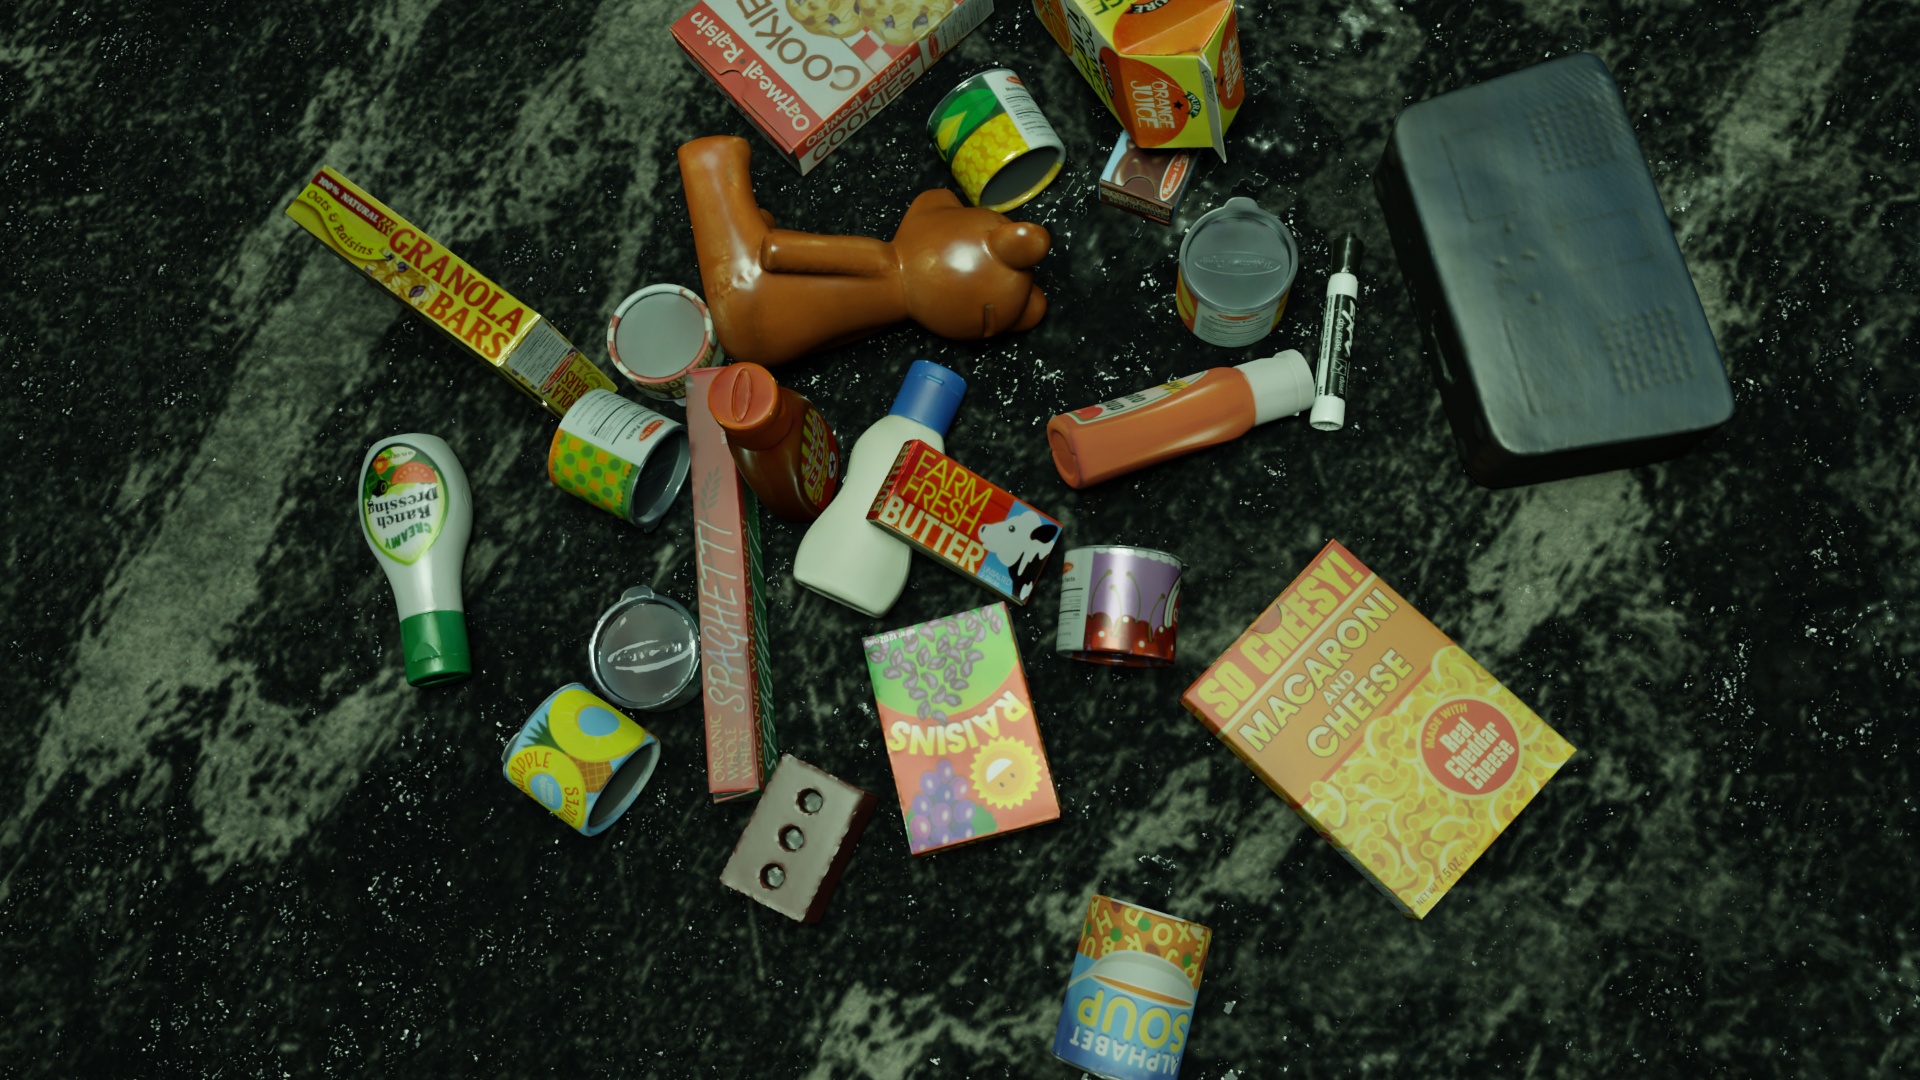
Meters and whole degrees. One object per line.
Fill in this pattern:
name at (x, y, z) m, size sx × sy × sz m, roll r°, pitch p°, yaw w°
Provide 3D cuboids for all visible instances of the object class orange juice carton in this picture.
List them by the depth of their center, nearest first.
orange juice carton at (0.106, -0.301, 0.812) m, size 0.073 × 0.071 × 0.193 m, roll -27°, pitch 55°, yaw 0°

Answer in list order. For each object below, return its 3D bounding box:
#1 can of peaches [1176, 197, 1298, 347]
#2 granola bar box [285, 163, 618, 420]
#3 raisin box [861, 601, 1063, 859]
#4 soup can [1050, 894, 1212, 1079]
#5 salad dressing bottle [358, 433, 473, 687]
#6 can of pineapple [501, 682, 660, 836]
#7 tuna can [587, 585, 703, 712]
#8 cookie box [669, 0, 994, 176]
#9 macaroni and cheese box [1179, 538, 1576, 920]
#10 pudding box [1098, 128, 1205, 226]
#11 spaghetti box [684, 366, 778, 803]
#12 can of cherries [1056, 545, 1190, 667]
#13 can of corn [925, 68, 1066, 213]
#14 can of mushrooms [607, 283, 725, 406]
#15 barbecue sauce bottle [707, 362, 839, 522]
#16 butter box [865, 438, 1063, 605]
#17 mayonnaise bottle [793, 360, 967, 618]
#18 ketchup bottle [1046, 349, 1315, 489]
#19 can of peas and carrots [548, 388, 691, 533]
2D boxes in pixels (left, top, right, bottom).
can of peaches at (0.160, -0.155, 0.809) m, size 0.071 × 0.058 × 0.071 m, roll -1°, pitch 76°, yaw 6°
granola bar box at (-0.295, -0.138, 0.817) m, size 0.166 × 0.124 × 0.039 m, roll 35°, pitch 83°, yaw 12°
raisin box at (0.001, 0.105, 0.773) m, size 0.086 × 0.040 × 0.123 m, roll -15°, pitch 74°, yaw 1°
soup can at (0.089, 0.233, 0.717) m, size 0.071 × 0.071 × 0.084 m, roll 14°, pitch 79°, yaw 9°
salad dressing bottle at (-0.318, 0.012, 0.825) m, size 0.064 × 0.044 × 0.148 m, roll -14°, pitch 76°, yaw 1°
can of pineapple at (-0.211, 0.123, 0.775) m, size 0.058 × 0.071 × 0.071 m, roll 32°, pitch 82°, yaw 12°
tuna can at (-0.179, 0.063, 0.804) m, size 0.071 × 0.032 × 0.071 m, roll -1°, pitch 77°, yaw 5°
cookie box at (-0.082, -0.332, 0.885) m, size 0.167 × 0.040 × 0.123 m, roll -42°, pitch 76°, yaw -5°
macaroni and cheese box at (0.222, 0.099, 0.752) m, size 0.166 × 0.040 × 0.124 m, roll 43°, pitch 83°, yaw 13°
pudding box at (0.122, -0.240, 0.848) m, size 0.050 × 0.030 × 0.084 m, roll 23°, pitch 80°, yaw 9°
spaghetti box at (-0.132, 0.024, 0.800) m, size 0.029 × 0.050 × 0.250 m, roll -8°, pitch 76°, yaw 5°
can of cherries at (0.090, 0.038, 0.766) m, size 0.071 × 0.071 × 0.058 m, roll 4°, pitch 78°, yaw 7°
can of corn at (0.020, -0.238, 0.841) m, size 0.071 × 0.071 × 0.058 m, roll -31°, pitch 76°, yaw -2°
can of mushrooms at (-0.178, -0.119, 0.848) m, size 0.071 × 0.033 × 0.071 m, roll -1°, pitch 76°, yaw 5°
barbecue sauce bottle at (-0.102, -0.056, 0.765) m, size 0.044 × 0.148 × 0.065 m, roll 3°, pitch 77°, yaw 7°
butter box at (0.003, -0.010, 0.785) m, size 0.103 × 0.024 × 0.053 m, roll 30°, pitch 79°, yaw -17°
mayonnaise bottle at (-0.041, -0.032, 0.810) m, size 0.065 × 0.041 × 0.148 m, roll 24°, pitch 79°, yaw 3°
ketchup bottle at (0.127, -0.070, 0.793) m, size 0.149 × 0.065 × 0.043 m, roll -18°, pitch 99°, yaw -7°
can of peas and carrots at (-0.199, -0.047, 0.817) m, size 0.059 × 0.071 × 0.071 m, roll 25°, pitch 81°, yaw 11°
